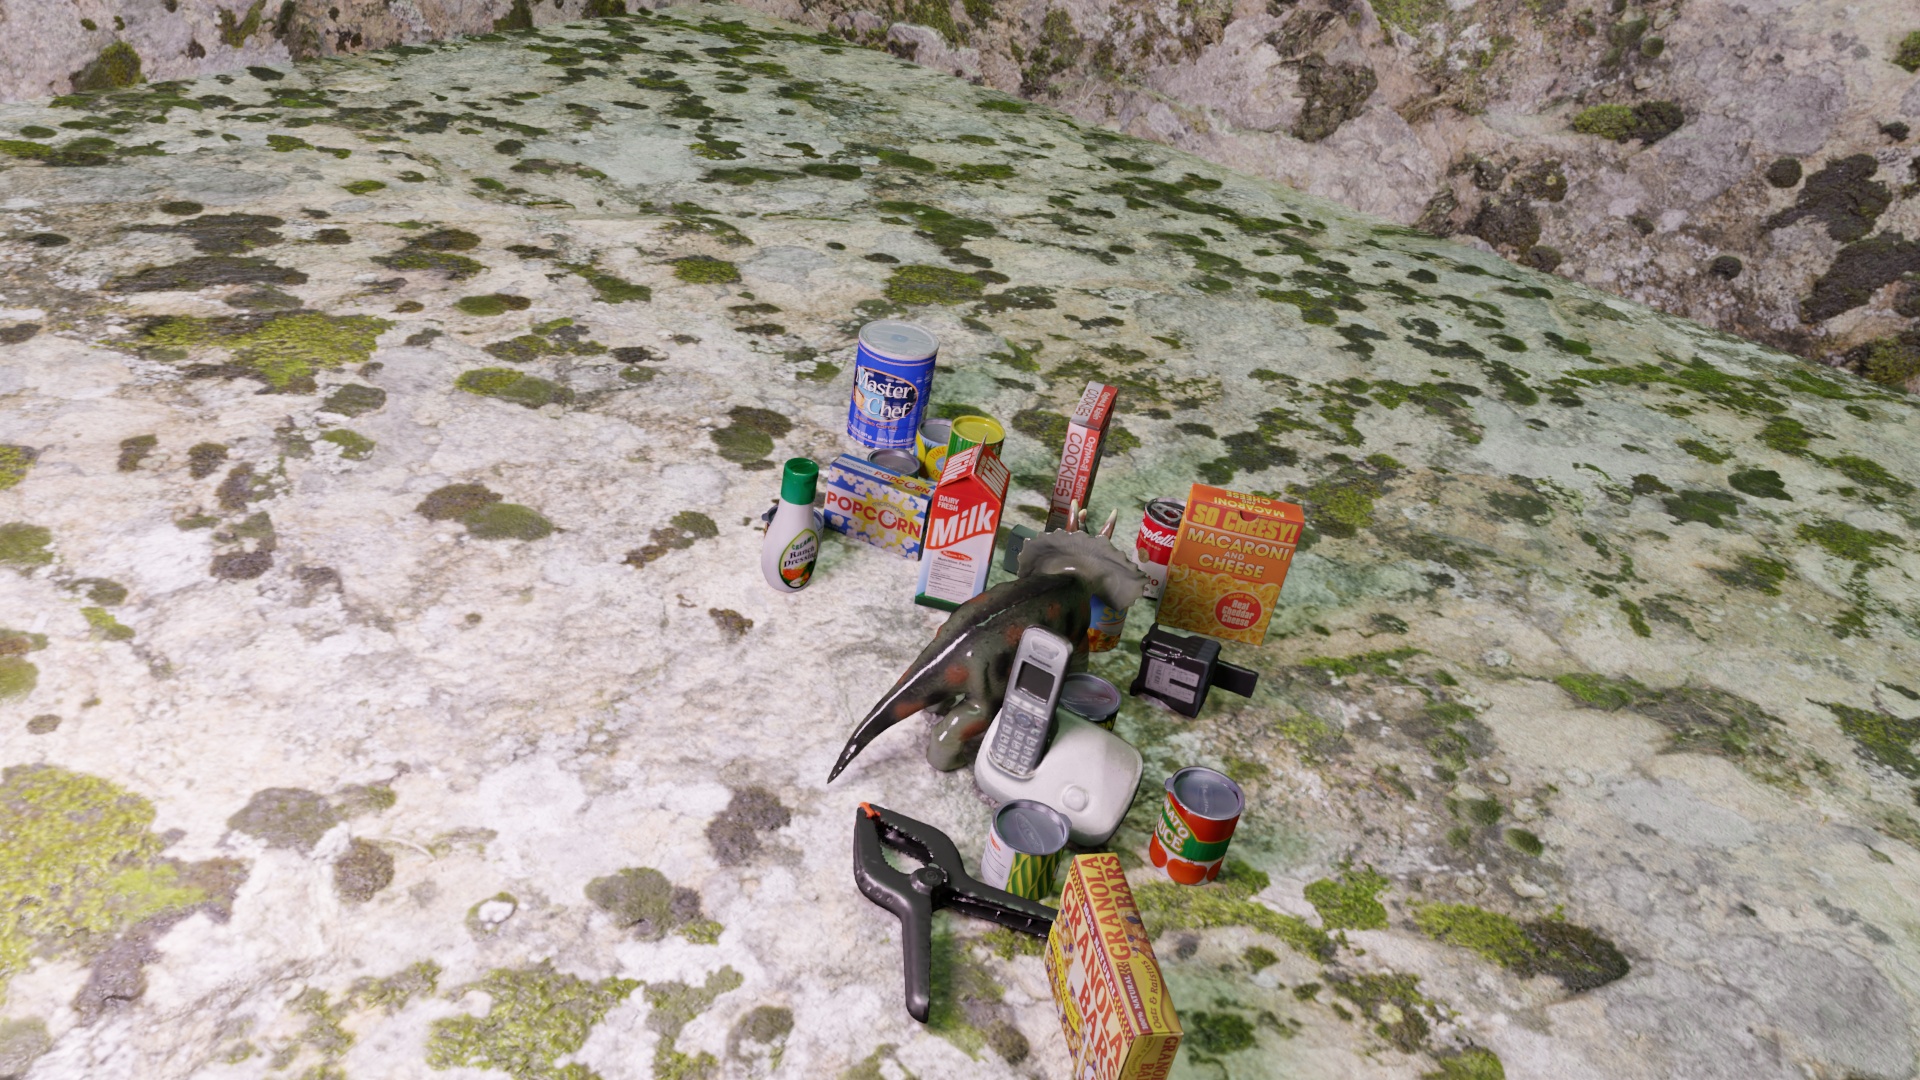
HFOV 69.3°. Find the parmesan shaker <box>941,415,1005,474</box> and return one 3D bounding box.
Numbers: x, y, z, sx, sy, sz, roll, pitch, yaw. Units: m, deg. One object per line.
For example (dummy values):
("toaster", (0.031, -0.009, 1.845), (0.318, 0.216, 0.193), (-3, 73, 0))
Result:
("parmesan shaker", (0.015, -0.092, 1.686), (0.071, 0.102, 0.072), (8, 32, -5))

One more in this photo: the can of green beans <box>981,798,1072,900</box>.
("can of green beans", (0.055, 0.265, 1.186), (0.071, 0.057, 0.071), (8, 32, -5))

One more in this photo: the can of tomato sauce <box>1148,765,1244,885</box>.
("can of tomato sauce", (0.206, 0.252, 1.228), (0.071, 0.082, 0.071), (8, 32, -5))

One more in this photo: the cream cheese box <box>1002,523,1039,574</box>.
("cream cheese box", (0.101, 0.026, 1.576), (0.104, 0.053, 0.024), (23, 34, 18))

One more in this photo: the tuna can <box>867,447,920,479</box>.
("tuna can", (-0.083, -0.085, 1.710), (0.071, 0.032, 0.071), (8, 32, -5))

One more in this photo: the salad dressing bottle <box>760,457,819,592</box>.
("salad dressing bottle", (-0.176, -0.016, 1.467), (0.064, 0.146, 0.044), (-20, 43, -39))

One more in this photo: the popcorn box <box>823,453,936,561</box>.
("popcorn box", (-0.092, -0.039, 1.586), (0.127, 0.084, 0.038), (20, 33, 14))

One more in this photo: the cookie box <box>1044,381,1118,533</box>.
("cookie box", (0.144, -0.091, 1.664), (0.040, 0.166, 0.123), (16, 32, 8))

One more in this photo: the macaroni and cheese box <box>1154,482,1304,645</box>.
("macaroni and cheese box", (0.294, 0.028, 1.526), (0.124, 0.165, 0.040), (12, 32, 1))

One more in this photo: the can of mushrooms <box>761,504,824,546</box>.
("can of mushrooms", (-0.190, -0.012, 1.563), (0.071, 0.033, 0.071), (8, 32, -5))

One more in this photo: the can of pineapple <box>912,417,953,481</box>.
("can of pineapple", (-0.026, -0.113, 1.748), (0.071, 0.057, 0.071), (8, 32, -5))

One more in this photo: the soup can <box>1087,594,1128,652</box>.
("soup can", (0.151, 0.069, 1.495), (0.071, 0.083, 0.072), (8, 32, -5))

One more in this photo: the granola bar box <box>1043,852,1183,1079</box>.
("granola bar box", (0.108, 0.336, 1.030), (0.039, 0.123, 0.166), (2, 33, -14))

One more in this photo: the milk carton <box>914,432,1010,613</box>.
("milk carton", (0.005, -0.019, 1.487), (0.073, 0.189, 0.073), (14, 32, 4))

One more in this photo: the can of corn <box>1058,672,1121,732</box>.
("can of corn", (0.118, 0.173, 1.348), (0.071, 0.058, 0.071), (8, 32, -5))
